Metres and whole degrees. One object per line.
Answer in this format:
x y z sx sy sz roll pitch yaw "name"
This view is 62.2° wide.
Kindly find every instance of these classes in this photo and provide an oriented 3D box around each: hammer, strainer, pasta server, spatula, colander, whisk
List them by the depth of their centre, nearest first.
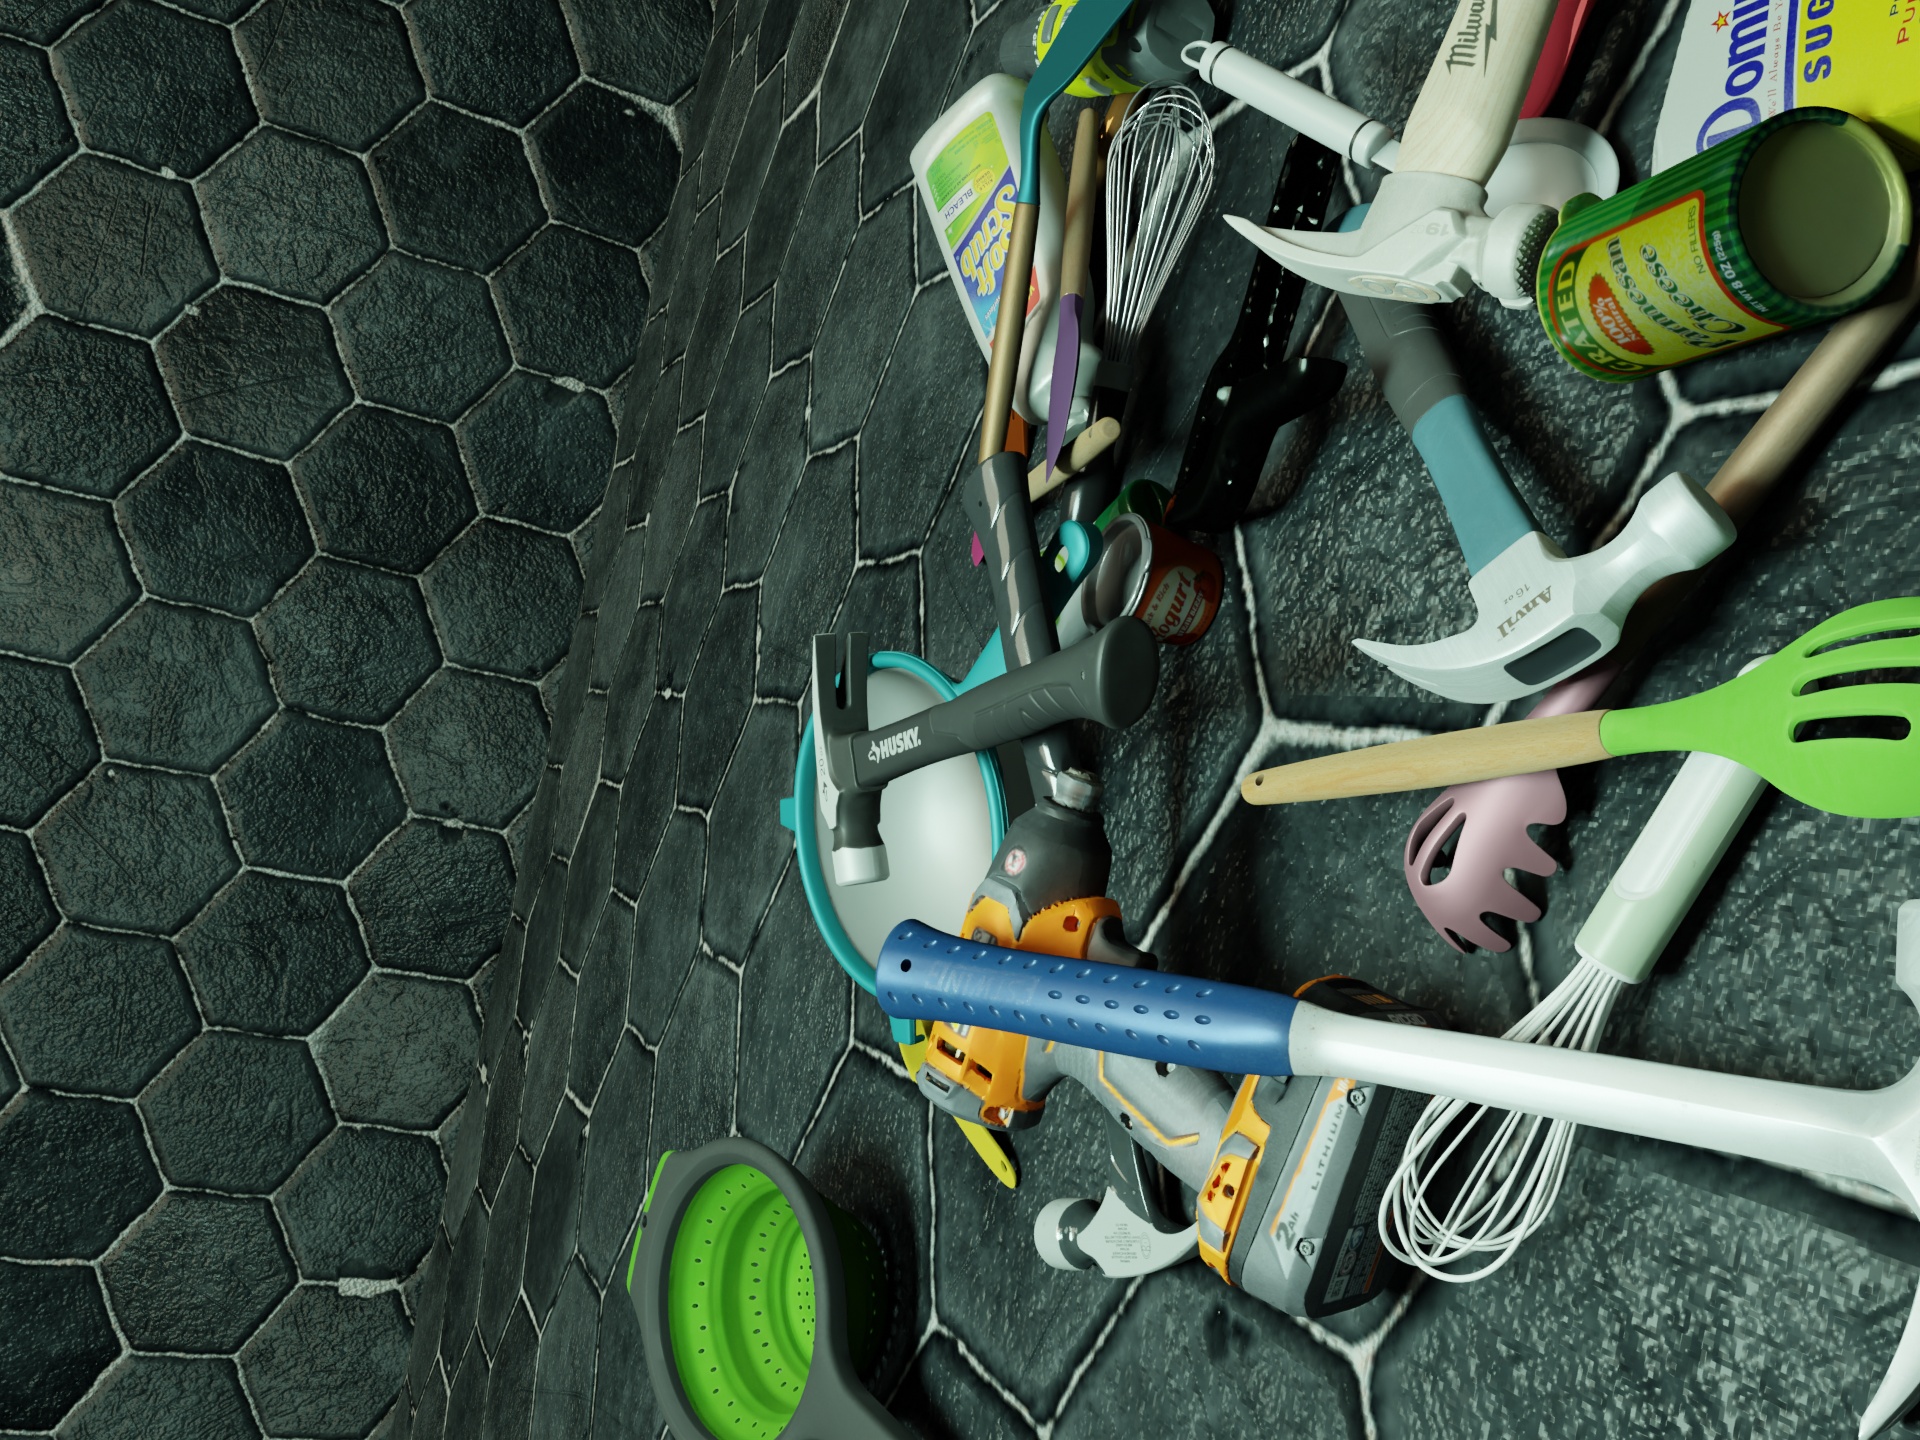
0.213 0.087 0.536 0.246 0.059 0.058 -64 24 15 "whisk"
0.125 0.117 0.546 0.406 0.035 0.144 1 80 42 "hammer"
0.249 -0.043 0.555 0.316 0.040 0.060 -60 28 25 "pasta server"
0.239 -0.364 0.629 0.146 0.038 0.410 25 94 45 "hammer"
0.197 -0.130 0.655 0.128 0.033 0.331 -44 29 30 "hammer"
0.187 -0.247 0.693 0.087 0.050 0.259 -46 57 1 "strainer"
0.055 0.064 0.784 0.149 0.036 0.409 -26 71 57 "hammer"
-0.001 -0.003 0.804 0.335 0.035 0.146 -22 75 62 "hammer"
0.019 0.018 0.932 0.211 0.095 0.340 58 132 32 "strainer"
0.101 -0.240 0.962 0.070 0.070 0.284 -147 67 -65 "whisk"
-0.063 0.393 0.964 0.397 0.094 0.204 22 98 48 "colander"
0.071 -0.277 0.979 0.059 0.018 0.316 111 169 -55 "spatula"
0.048 -0.290 0.983 0.082 0.044 0.317 34 118 60 "spatula"
0.082 -0.333 1.091 0.322 0.041 0.081 -65 26 16 "spatula"

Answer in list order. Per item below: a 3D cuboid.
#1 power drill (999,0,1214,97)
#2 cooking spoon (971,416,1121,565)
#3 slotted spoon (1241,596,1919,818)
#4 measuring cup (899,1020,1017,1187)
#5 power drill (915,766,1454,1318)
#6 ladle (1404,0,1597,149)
0.110 -0.517 1.025 0.191 0.080 0.228 28 102 56 "power drill"
0.046 -0.147 1.006 0.319 0.017 0.069 166 115 -77 "cooking spoon"
0.201 0.009 0.545 0.314 0.031 0.070 -15 50 59 "slotted spoon"
0.005 0.223 0.962 0.157 0.029 0.062 46 141 48 "measuring cup"
0.086 0.123 0.663 0.227 0.084 0.164 22 98 43 "power drill"
0.289 -0.346 0.626 0.315 0.031 0.069 -53 41 39 "ladle"
